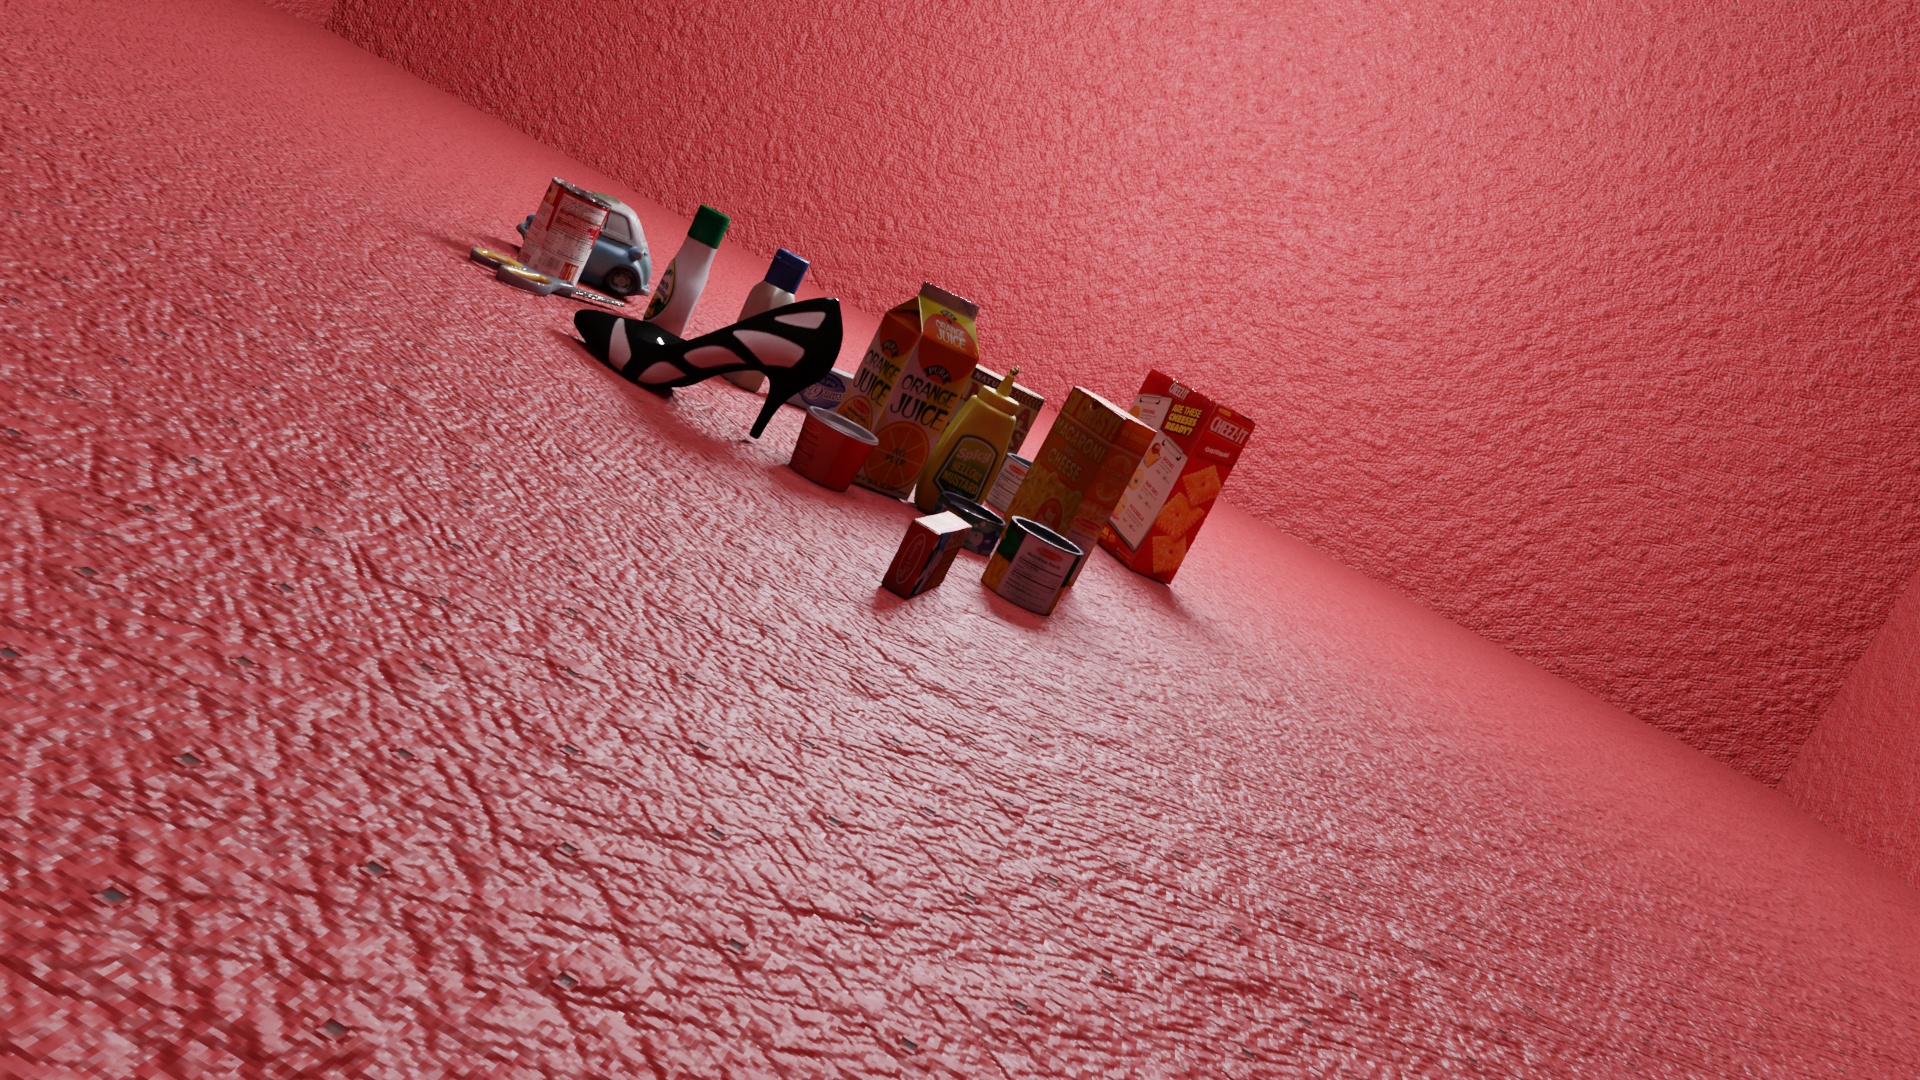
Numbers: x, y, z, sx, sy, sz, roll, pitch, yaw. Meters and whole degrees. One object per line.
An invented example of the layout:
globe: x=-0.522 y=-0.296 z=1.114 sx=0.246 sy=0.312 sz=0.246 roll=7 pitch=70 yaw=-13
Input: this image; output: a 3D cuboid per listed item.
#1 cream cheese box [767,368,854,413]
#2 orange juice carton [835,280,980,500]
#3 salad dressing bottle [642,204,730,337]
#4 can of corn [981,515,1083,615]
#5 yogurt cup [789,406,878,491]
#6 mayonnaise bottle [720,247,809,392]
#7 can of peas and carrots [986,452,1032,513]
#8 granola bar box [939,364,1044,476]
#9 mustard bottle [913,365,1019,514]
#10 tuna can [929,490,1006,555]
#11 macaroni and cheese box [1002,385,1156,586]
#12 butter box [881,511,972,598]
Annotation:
cream cheese box: x=-0.159 y=-0.169 z=1.530 sx=0.104 sy=0.053 sz=0.024 roll=17 pitch=14 yaw=-46
orange juice carton: x=-0.050 y=-0.142 z=1.283 sx=0.072 sy=0.192 sz=0.073 roll=20 pitch=12 yaw=-39
salad dressing bottle: x=-0.302 y=-0.298 z=1.537 sx=0.044 sy=0.147 sz=0.064 roll=21 pitch=11 yaw=-32
can of corn: x=0.059 y=0.020 z=1.141 sx=0.071 sy=0.058 sz=0.071 roll=27 pitch=10 yaw=-5
yogurt cup: x=-0.112 y=-0.078 z=1.200 sx=0.072 sy=0.054 sz=0.072 roll=27 pitch=10 yaw=-5
mayonnaise bottle: x=-0.206 y=-0.234 z=1.463 sx=0.041 sy=0.147 sz=0.065 roll=19 pitch=13 yaw=-42
can of peas and carrots: x=0.071 y=-0.057 z=1.551 sx=0.071 sy=0.058 sz=0.071 roll=27 pitch=10 yaw=-5
granola bar box: x=-0.002 y=-0.149 z=1.633 sx=0.165 sy=0.124 sz=0.039 roll=25 pitch=10 yaw=-15
mustard bottle: x=0.014 y=-0.093 z=1.299 sx=0.065 sy=0.160 sz=0.049 roll=25 pitch=10 yaw=-15
tuna can: x=0.004 y=-0.016 z=1.251 sx=0.071 sy=0.032 sz=0.071 roll=27 pitch=10 yaw=-5
macaroni and cheese box: x=0.108 y=-0.055 z=1.335 sx=0.040 sy=0.166 sz=0.124 roll=23 pitch=11 yaw=-27
butter box: x=-0.023 y=0.009 z=1.002 sx=0.024 sy=0.053 sz=0.103 roll=29 pitch=10 yaw=10
